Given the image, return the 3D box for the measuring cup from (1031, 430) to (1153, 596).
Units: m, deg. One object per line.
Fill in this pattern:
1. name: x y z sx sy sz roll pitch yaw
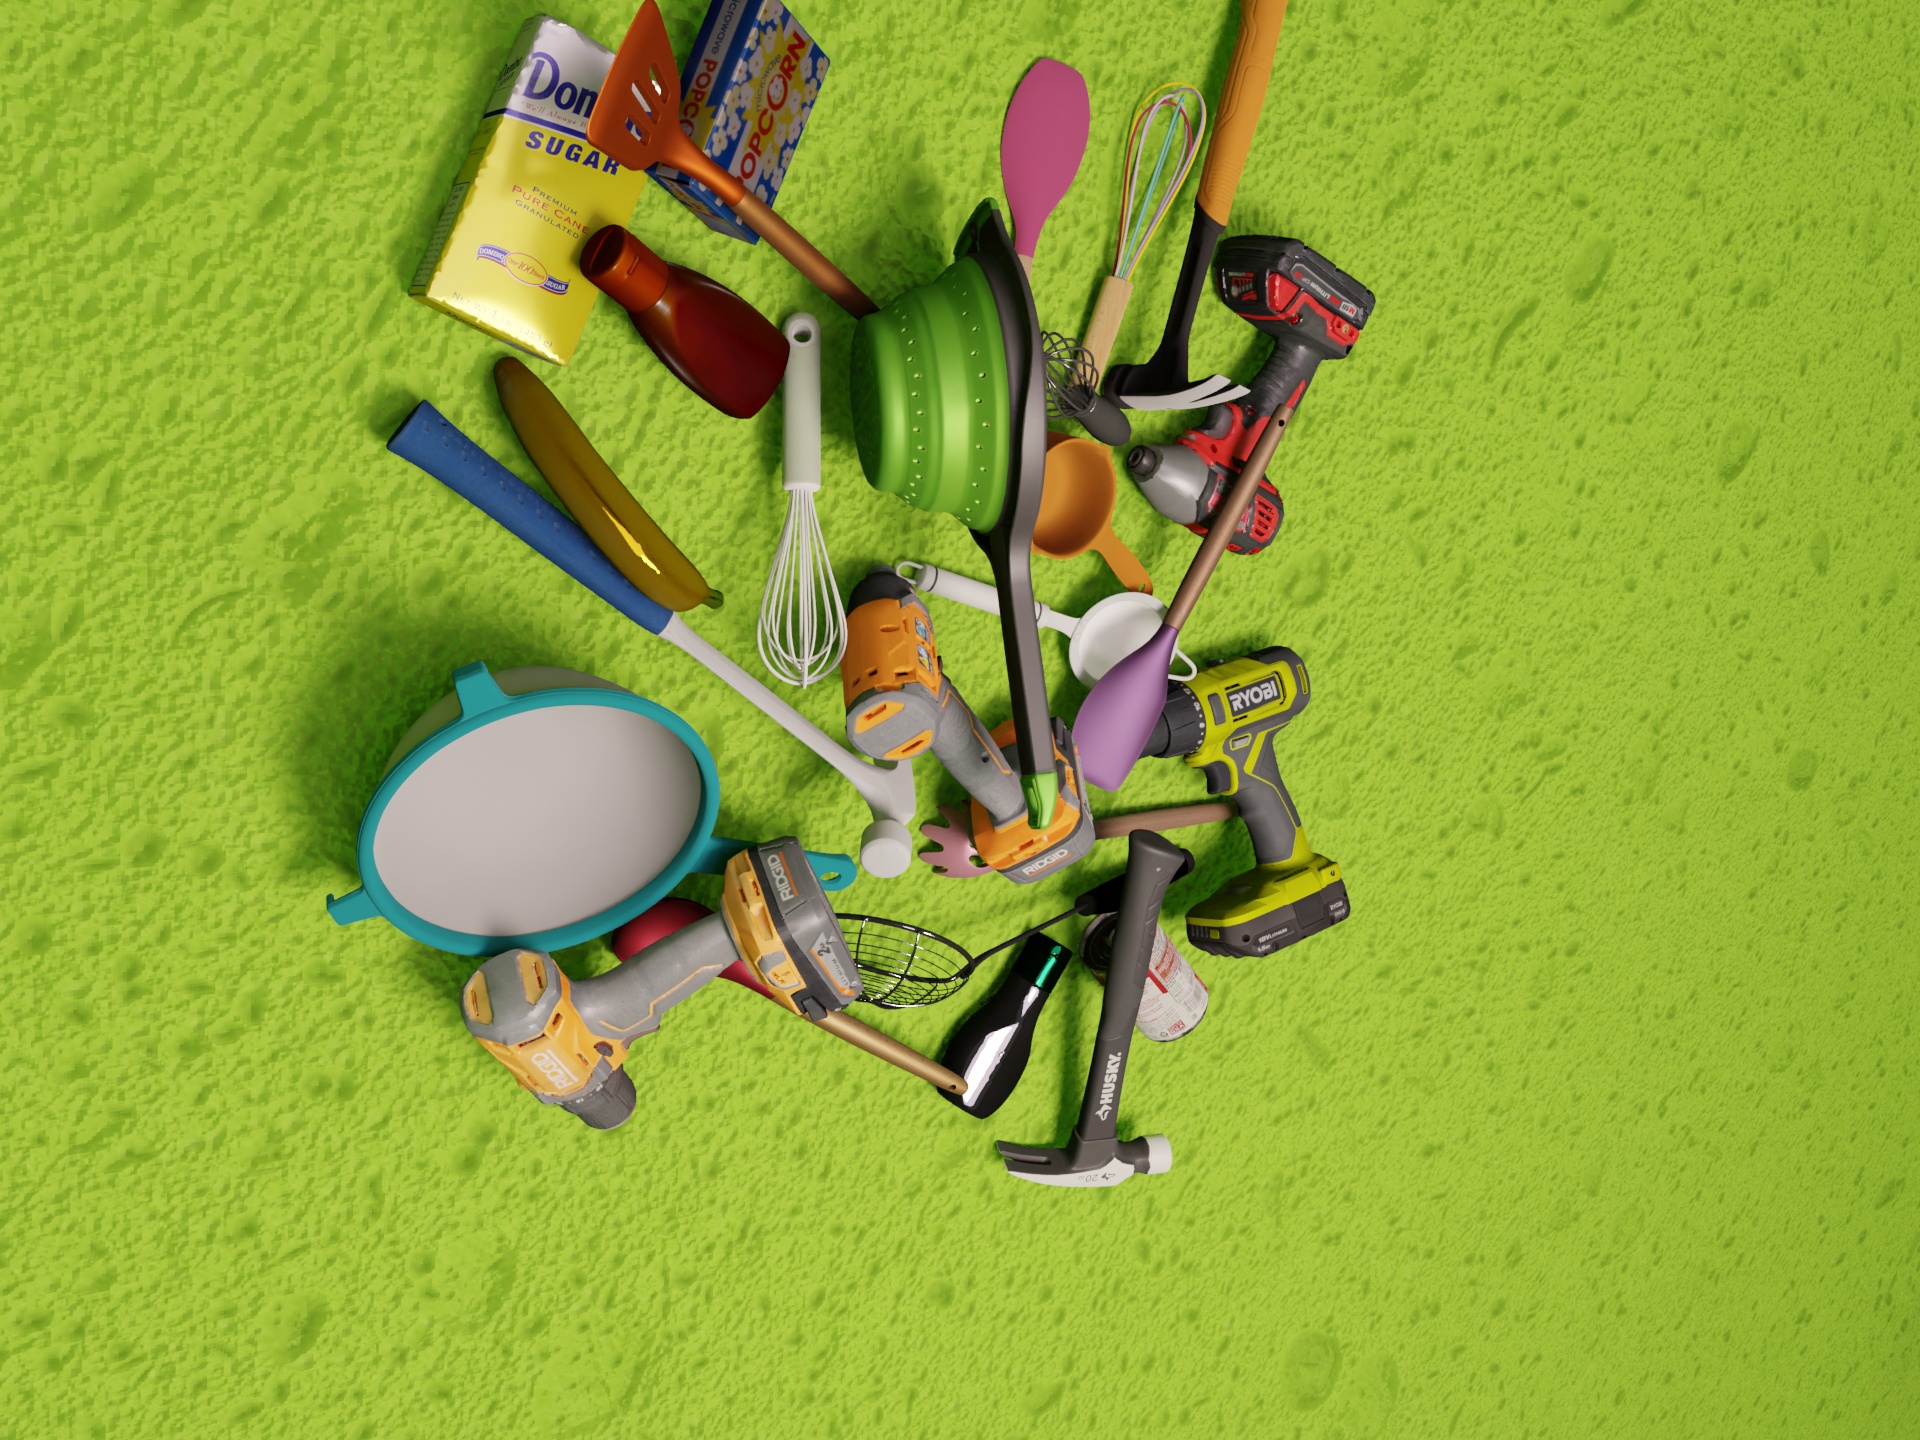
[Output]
1. measuring cup: 0.086 -0.144 1.174 0.095 0.052 0.173 -55 134 -7

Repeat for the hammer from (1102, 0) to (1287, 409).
1. hammer: 0.190 -0.388 1.143 0.034 0.127 0.337 15 88 -35

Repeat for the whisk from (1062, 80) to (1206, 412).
1. whisk: 0.119 -0.340 1.151 0.047 0.051 0.245 18 98 -9

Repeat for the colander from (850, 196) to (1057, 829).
1. colander: -0.007 -0.124 1.011 0.094 0.204 0.397 -7 88 -13

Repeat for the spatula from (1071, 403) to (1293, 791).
1. spatula: 0.167 -0.094 1.188 0.059 0.018 0.316 27 94 -14

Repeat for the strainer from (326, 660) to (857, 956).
1. strainer: -0.213 0.051 1.003 0.340 0.095 0.211 15 121 -41

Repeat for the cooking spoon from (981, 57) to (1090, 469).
1. cooking spoon: 0.039 -0.301 1.119 0.068 0.017 0.319 8 98 -33

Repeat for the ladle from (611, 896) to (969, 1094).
1. ladle: -0.111 0.202 1.131 0.315 0.031 0.069 34 111 -28

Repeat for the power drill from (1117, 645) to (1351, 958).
1. power drill: 0.212 0.068 1.268 0.190 0.080 0.228 -18 95 -28

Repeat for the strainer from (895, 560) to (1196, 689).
1. strainer: 0.064 -0.078 1.181 0.258 0.050 0.087 16 113 -28

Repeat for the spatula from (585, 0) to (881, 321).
1. spatula: -0.113 -0.296 0.941 0.322 0.041 0.081 28 85 -58

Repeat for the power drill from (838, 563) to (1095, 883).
1. power drill: -0.002 -0.004 1.107 0.084 0.164 0.226 -30 131 20

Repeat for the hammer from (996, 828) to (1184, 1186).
1. hammer: 0.117 0.230 1.234 0.146 0.035 0.334 -2 119 -16

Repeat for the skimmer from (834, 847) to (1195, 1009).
1. skimmer: 0.044 0.132 1.205 0.363 0.127 0.090 -18 88 -39

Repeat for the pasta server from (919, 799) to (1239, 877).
1. pasta server: 0.109 0.083 1.262 0.316 0.040 0.060 -5 105 -35

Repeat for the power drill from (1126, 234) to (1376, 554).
1. power drill: 0.214 -0.248 1.211 0.143 0.079 0.219 20 95 -34

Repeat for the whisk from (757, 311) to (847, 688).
1. whisk: -0.103 -0.143 1.031 0.058 0.059 0.246 0 86 -8

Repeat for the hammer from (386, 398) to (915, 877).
1. hammer: -0.178 -0.059 1.005 0.035 0.144 0.405 -38 118 25

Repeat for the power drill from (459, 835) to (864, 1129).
1. power drill: -0.181 0.181 1.024 0.226 0.084 0.185 -23 141 -5

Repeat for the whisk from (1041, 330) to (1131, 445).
1. whisk: 0.085 -0.218 1.085 0.239 0.055 0.055 4 104 -72
